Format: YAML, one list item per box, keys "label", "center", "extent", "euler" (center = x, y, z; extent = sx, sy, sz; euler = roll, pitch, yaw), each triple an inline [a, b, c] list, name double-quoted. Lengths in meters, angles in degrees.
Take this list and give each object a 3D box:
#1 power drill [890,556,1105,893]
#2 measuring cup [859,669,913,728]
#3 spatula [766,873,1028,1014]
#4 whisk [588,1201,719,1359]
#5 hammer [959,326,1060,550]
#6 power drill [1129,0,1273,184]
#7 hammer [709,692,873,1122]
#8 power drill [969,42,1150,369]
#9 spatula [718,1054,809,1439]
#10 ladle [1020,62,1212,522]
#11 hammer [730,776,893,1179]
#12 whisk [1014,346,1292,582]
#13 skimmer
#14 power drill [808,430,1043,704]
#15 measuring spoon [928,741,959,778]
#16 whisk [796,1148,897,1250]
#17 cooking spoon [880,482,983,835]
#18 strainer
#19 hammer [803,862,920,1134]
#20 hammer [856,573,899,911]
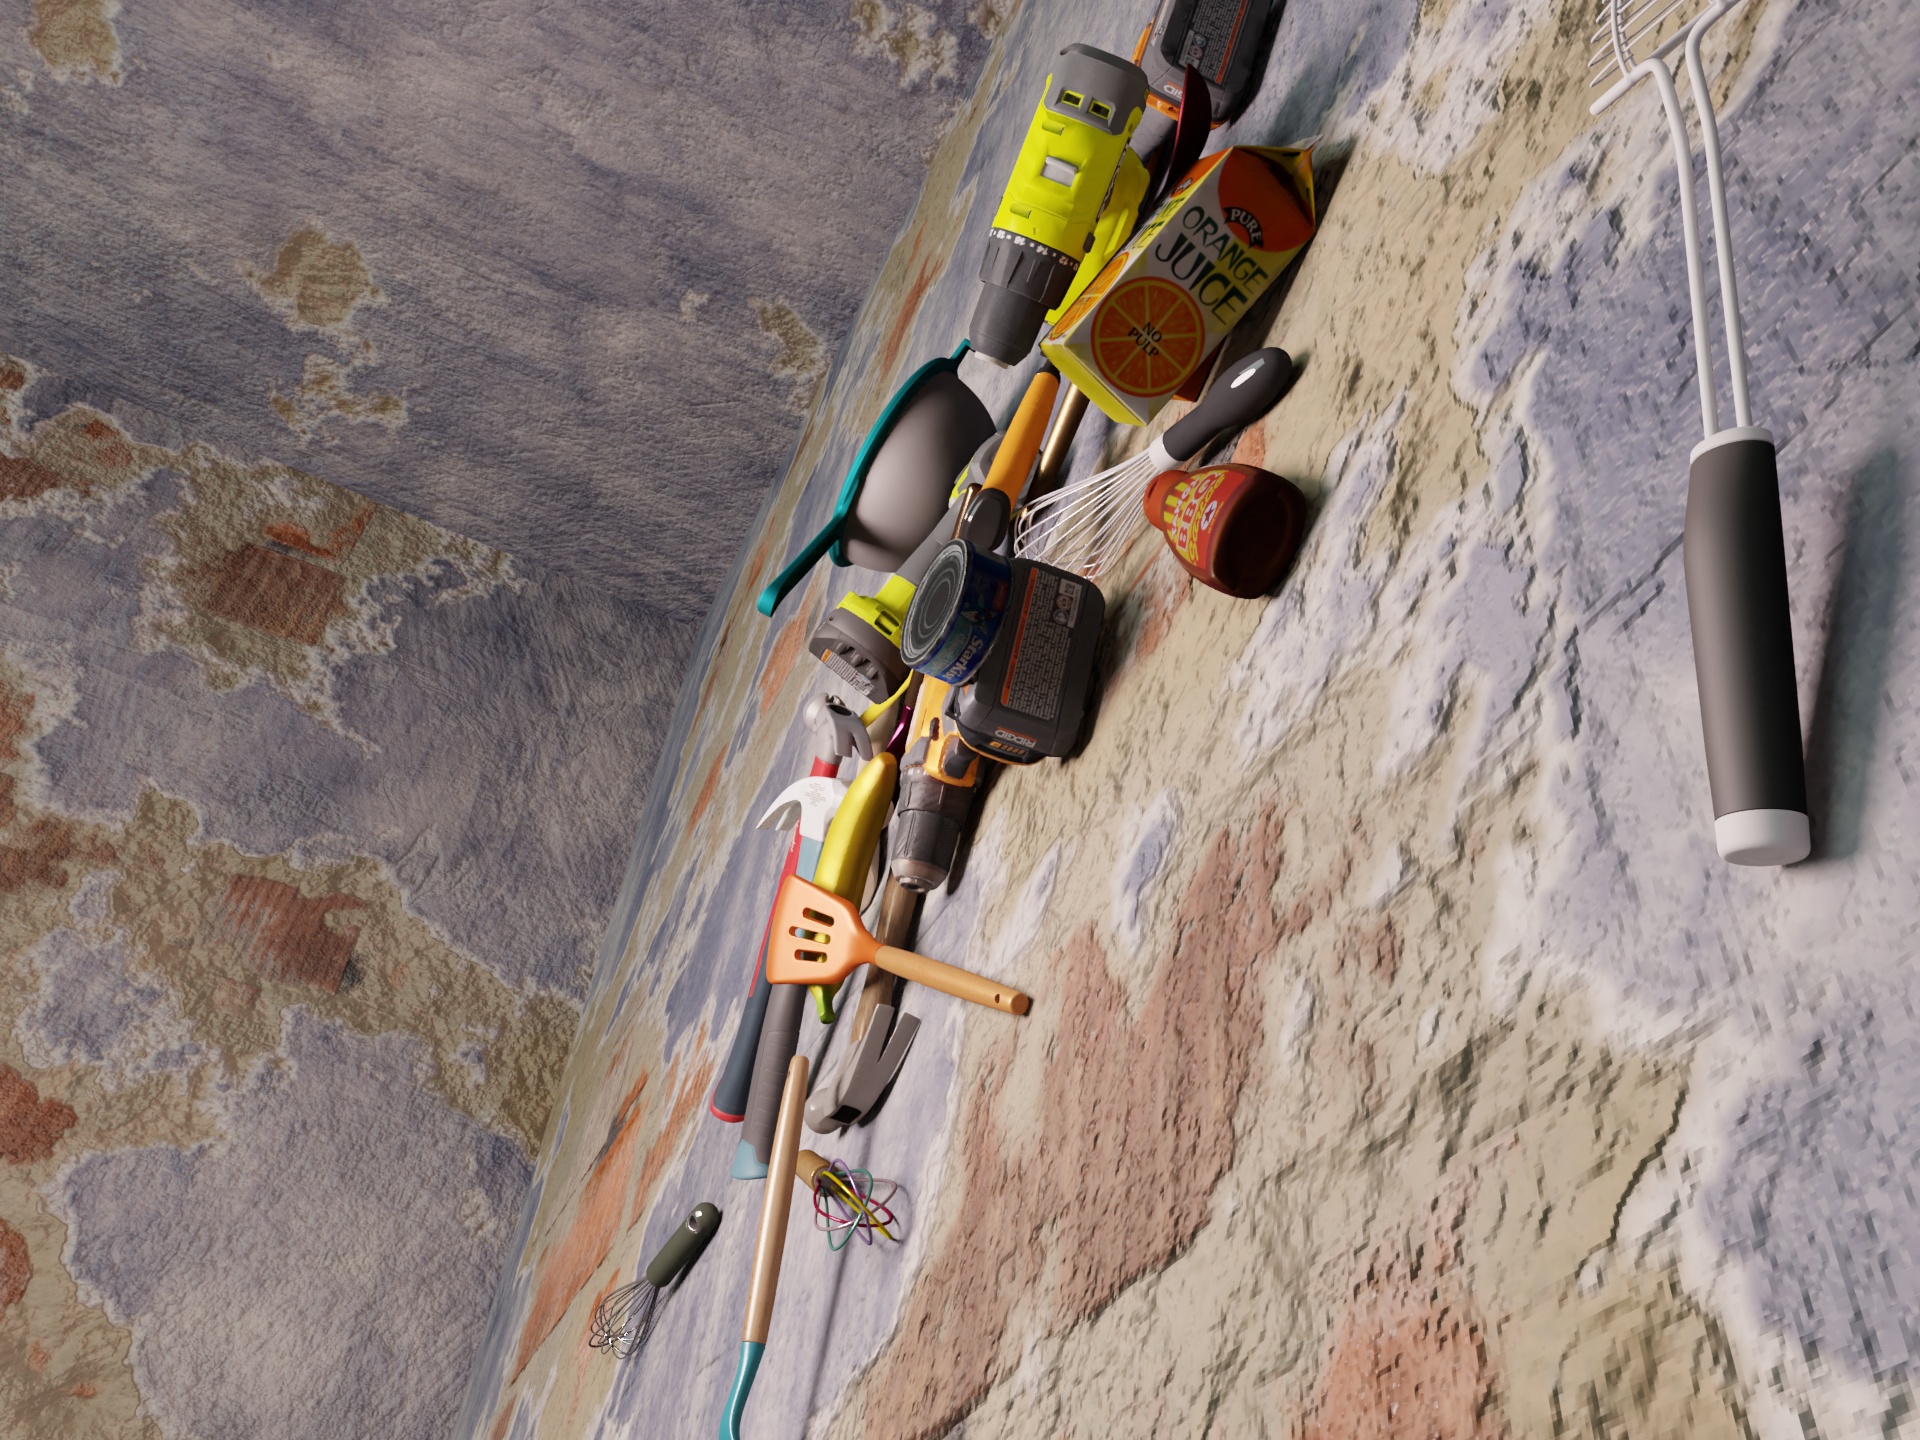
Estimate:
- label: "power drill"
  center: [0.011, 0.009, 1.060]
  extent: [0.226, 0.084, 0.185]
  euler: [136, 150, -66]
- label: "measuring cup"
  center: [-0.058, -0.040, 1.377]
  extent: [0.156, 0.029, 0.062]
  euler: [-45, 30, 13]
- label: "spatula"
  center: [-0.047, 0.155, 1.026]
  extent: [0.323, 0.041, 0.081]
  euler: [1, 79, 63]
- label: "whisk"
  center: [-0.276, 0.507, 1.441]
  extent: [0.058, 0.059, 0.246]
  euler: [56, 127, 28]
- label: "hammer"
  center: [0.056, -0.234, 1.179]
  extent: [0.127, 0.034, 0.337]
  euler: [111, 180, -47]
- label: "power drill"
  center: [0.159, -0.497, 1.253]
  extent: [0.226, 0.084, 0.164]
  euler: [145, 145, -71]
- label: "hammer"
  center: [-0.150, 0.176, 1.365]
  extent: [0.143, 0.038, 0.386]
  euler: [-132, 56, -68]
- label: "power drill"
  center: [0.065, -0.322, 1.051]
  extent: [0.228, 0.080, 0.190]
  euler: [-51, -17, -78]
- label: "spatula"
  center: [-0.115, 0.366, 0.998]
  extent: [0.082, 0.044, 0.318]
  euler: [129, 153, -55]
- label: "ladle"
  center: [0.104, -0.281, 1.075]
  extent: [0.069, 0.031, 0.315]
  euler: [-66, -2, -74]
- label: "hammer"
  center: [-0.133, 0.205, 1.251]
  extent: [0.128, 0.033, 0.331]
  euler: [16, 95, 47]
- label: "whisk"
  center: [0.111, -0.152, 0.980]
  extent: [0.284, 0.070, 0.070]
  euler: [-37, 34, 56]
- label: "skimmer"
  center: [0.252, -0.128, 0.485]
  extent: [0.127, 0.090, 0.363]
  euler: [145, 134, -61]
- label: "power drill"
  center: [-0.023, -0.124, 1.291]
  extent: [0.223, 0.080, 0.171]
  euler: [-52, 4, -9]
- label: "measuring spoon"
  center: [-0.002, -0.004, 1.200]
  extent: [0.021, 0.011, 0.117]
  euler: [-1, 53, 47]
- label: "whisk"
  center: [-0.083, 0.308, 1.042]
  extent: [0.245, 0.047, 0.051]
  euler: [148, 140, -74]
- label: "cooking spoon"
  center: [-0.029, -0.033, 1.213]
  extent: [0.069, 0.017, 0.318]
  euler: [-46, -24, -60]
- label: "strainer"
  center: [-0.054, -0.174, 1.390]
  extent: [0.340, 0.095, 0.210]
  euler: [-54, -10, -43]
- label: "hammer"
  center: [-0.044, 0.131, 1.166]
  extent: [0.130, 0.031, 0.332]
  euler: [-46, 26, 56]
- label: "hammer"
  center: [-0.076, 0.007, 1.452]
  extent: [0.146, 0.038, 0.411]
  euler: [124, 161, -44]
